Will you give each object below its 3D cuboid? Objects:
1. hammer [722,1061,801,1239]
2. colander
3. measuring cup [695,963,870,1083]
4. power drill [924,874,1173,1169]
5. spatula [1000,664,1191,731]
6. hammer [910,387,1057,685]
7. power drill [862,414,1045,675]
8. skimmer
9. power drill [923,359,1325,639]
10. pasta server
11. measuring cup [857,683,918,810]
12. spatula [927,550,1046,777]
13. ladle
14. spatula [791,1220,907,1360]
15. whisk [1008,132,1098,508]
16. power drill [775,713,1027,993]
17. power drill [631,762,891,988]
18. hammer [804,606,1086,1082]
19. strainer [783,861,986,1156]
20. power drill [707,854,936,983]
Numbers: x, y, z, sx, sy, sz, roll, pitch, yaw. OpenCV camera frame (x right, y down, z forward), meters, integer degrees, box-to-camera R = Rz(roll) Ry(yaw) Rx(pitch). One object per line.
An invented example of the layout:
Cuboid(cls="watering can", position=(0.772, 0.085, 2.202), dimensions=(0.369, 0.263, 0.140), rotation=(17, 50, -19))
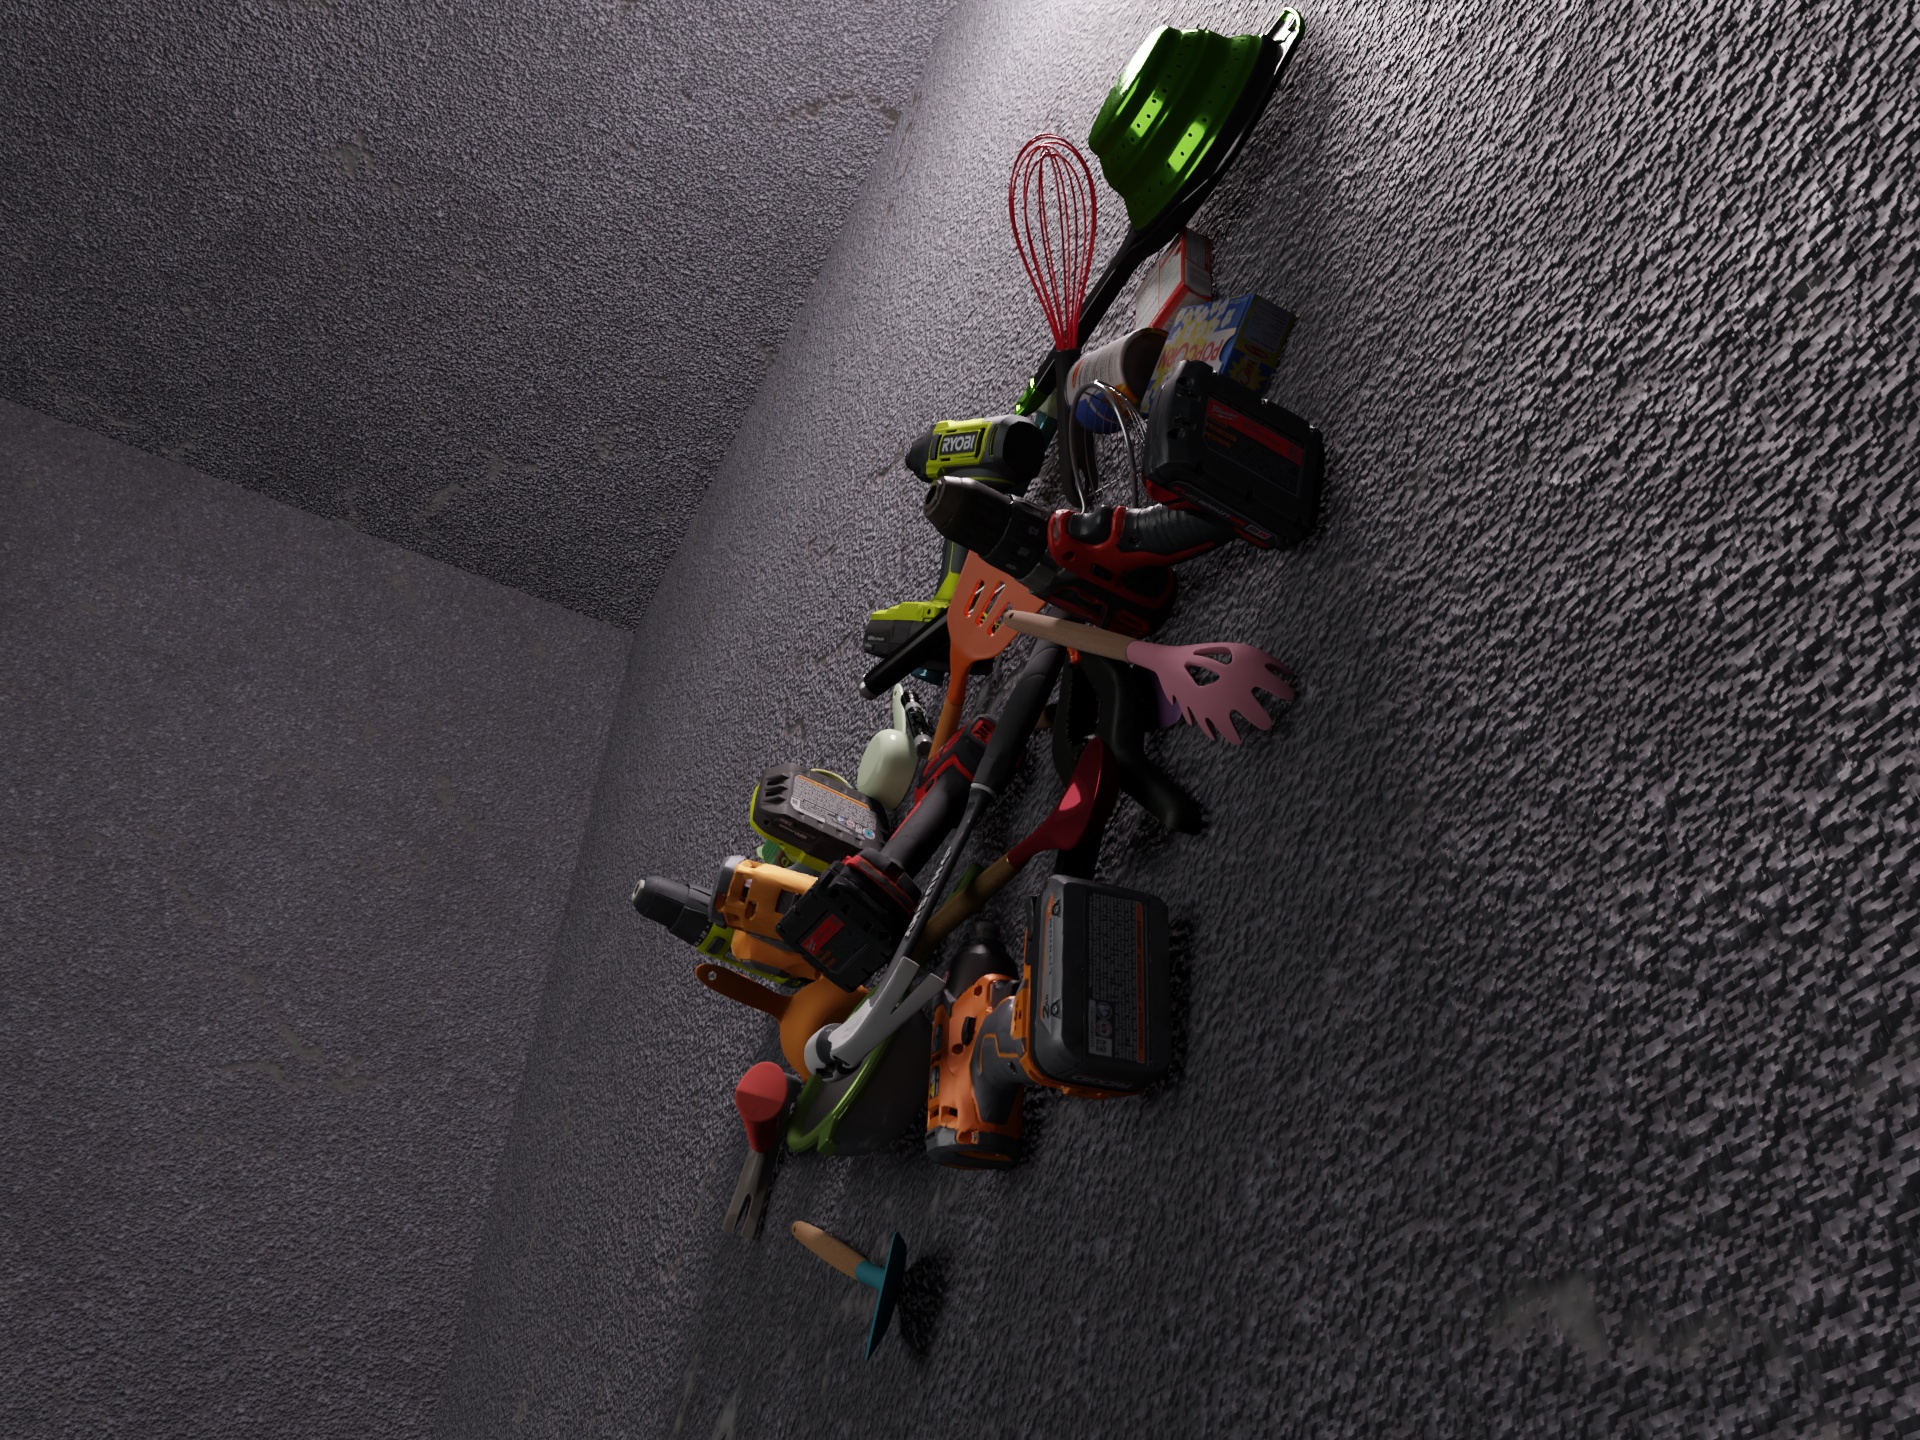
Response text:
Cuboid(cls="hammer", position=(-0.166, 0.343, 1.309), dimensions=(0.359, 0.036, 0.149), rotation=(107, 180, -69))
Cuboid(cls="colander", position=(0.126, -0.430, 1.323), dimensions=(0.397, 0.094, 0.205), rotation=(-54, 15, 28))
Cuboid(cls="measuring cup", position=(-0.132, 0.238, 1.279), dimensions=(0.095, 0.173, 0.052), rotation=(-64, 23, -9))
Cuboid(cls="power drill", position=(0.044, 0.175, 0.982), dimensions=(0.226, 0.084, 0.164), rotation=(132, 146, -55))
Cuboid(cls="spatula", position=(0.087, -0.009, 1.168), dimensions=(0.316, 0.018, 0.060), rotation=(-14, 60, 67))
Cuboid(cls="hammer", position=(0.034, -0.178, 1.478), dimensions=(0.331, 0.033, 0.128), rotation=(-64, 20, 15))
Cuboid(cls="power drill", position=(-0.012, -0.159, 1.431), dimensions=(0.171, 0.080, 0.223), rotation=(7, 83, 54))
Cuboid(cls="skimmer", position=(0.021, -0.123, 1.260), dimensions=(0.363, 0.090, 0.127), rotation=(-37, 60, 32))
Cuboid(cls="power drill", position=(0.099, -0.137, 1.016), dimensions=(0.226, 0.187, 0.080), rotation=(-31, 40, 56))
Cuboid(cls="pasta server", position=(0.105, -0.043, 1.032), dimensions=(0.060, 0.040, 0.316), rotation=(-51, 25, -8))
Cuboid(cls="measuring cup", position=(-0.074, 0.015, 1.563), dimensions=(0.083, 0.038, 0.168), rotation=(-56, 25, 35))
Cuboid(cls="spatula", position=(-0.002, -0.004, 1.302), dimensions=(0.041, 0.081, 0.322), rotation=(-31, -30, -37))
Cuboid(cls="ladle", position=(0.024, 0.106, 1.078), dimensions=(0.315, 0.031, 0.069), rotation=(-47, 27, 46))
Cuboid(cls="spatula", position=(-0.089, 0.401, 1.184), dimensions=(0.317, 0.044, 0.082), rotation=(159, 125, -68))
Cuboid(cls="whisk", position=(0.083, -0.319, 1.284), dimensions=(0.073, 0.073, 0.295), rotation=(-145, 47, -71))
Cuboid(cls="power drill", position=(-0.040, 0.098, 1.229), dimensions=(0.220, 0.078, 0.143), rotation=(-50, 2, -37))
Cuboid(cls="power drill", position=(-0.189, 0.149, 1.517), dimensions=(0.228, 0.190, 0.080), rotation=(-51, 22, 32))
Cuboid(cls="hammer", position=(0.011, 0.060, 1.117), dimensions=(0.149, 0.036, 0.409), rotation=(-46, 13, 53))
Cuboid(cls="strainer", position=(-0.034, 0.229, 1.209), dimensions=(0.256, 0.069, 0.151), rotation=(-56, 9, -17))
Cuboid(cls="power drill", position=(-0.115, 0.179, 1.357), dimensions=(0.226, 0.185, 0.084), rotation=(105, 180, -74))
